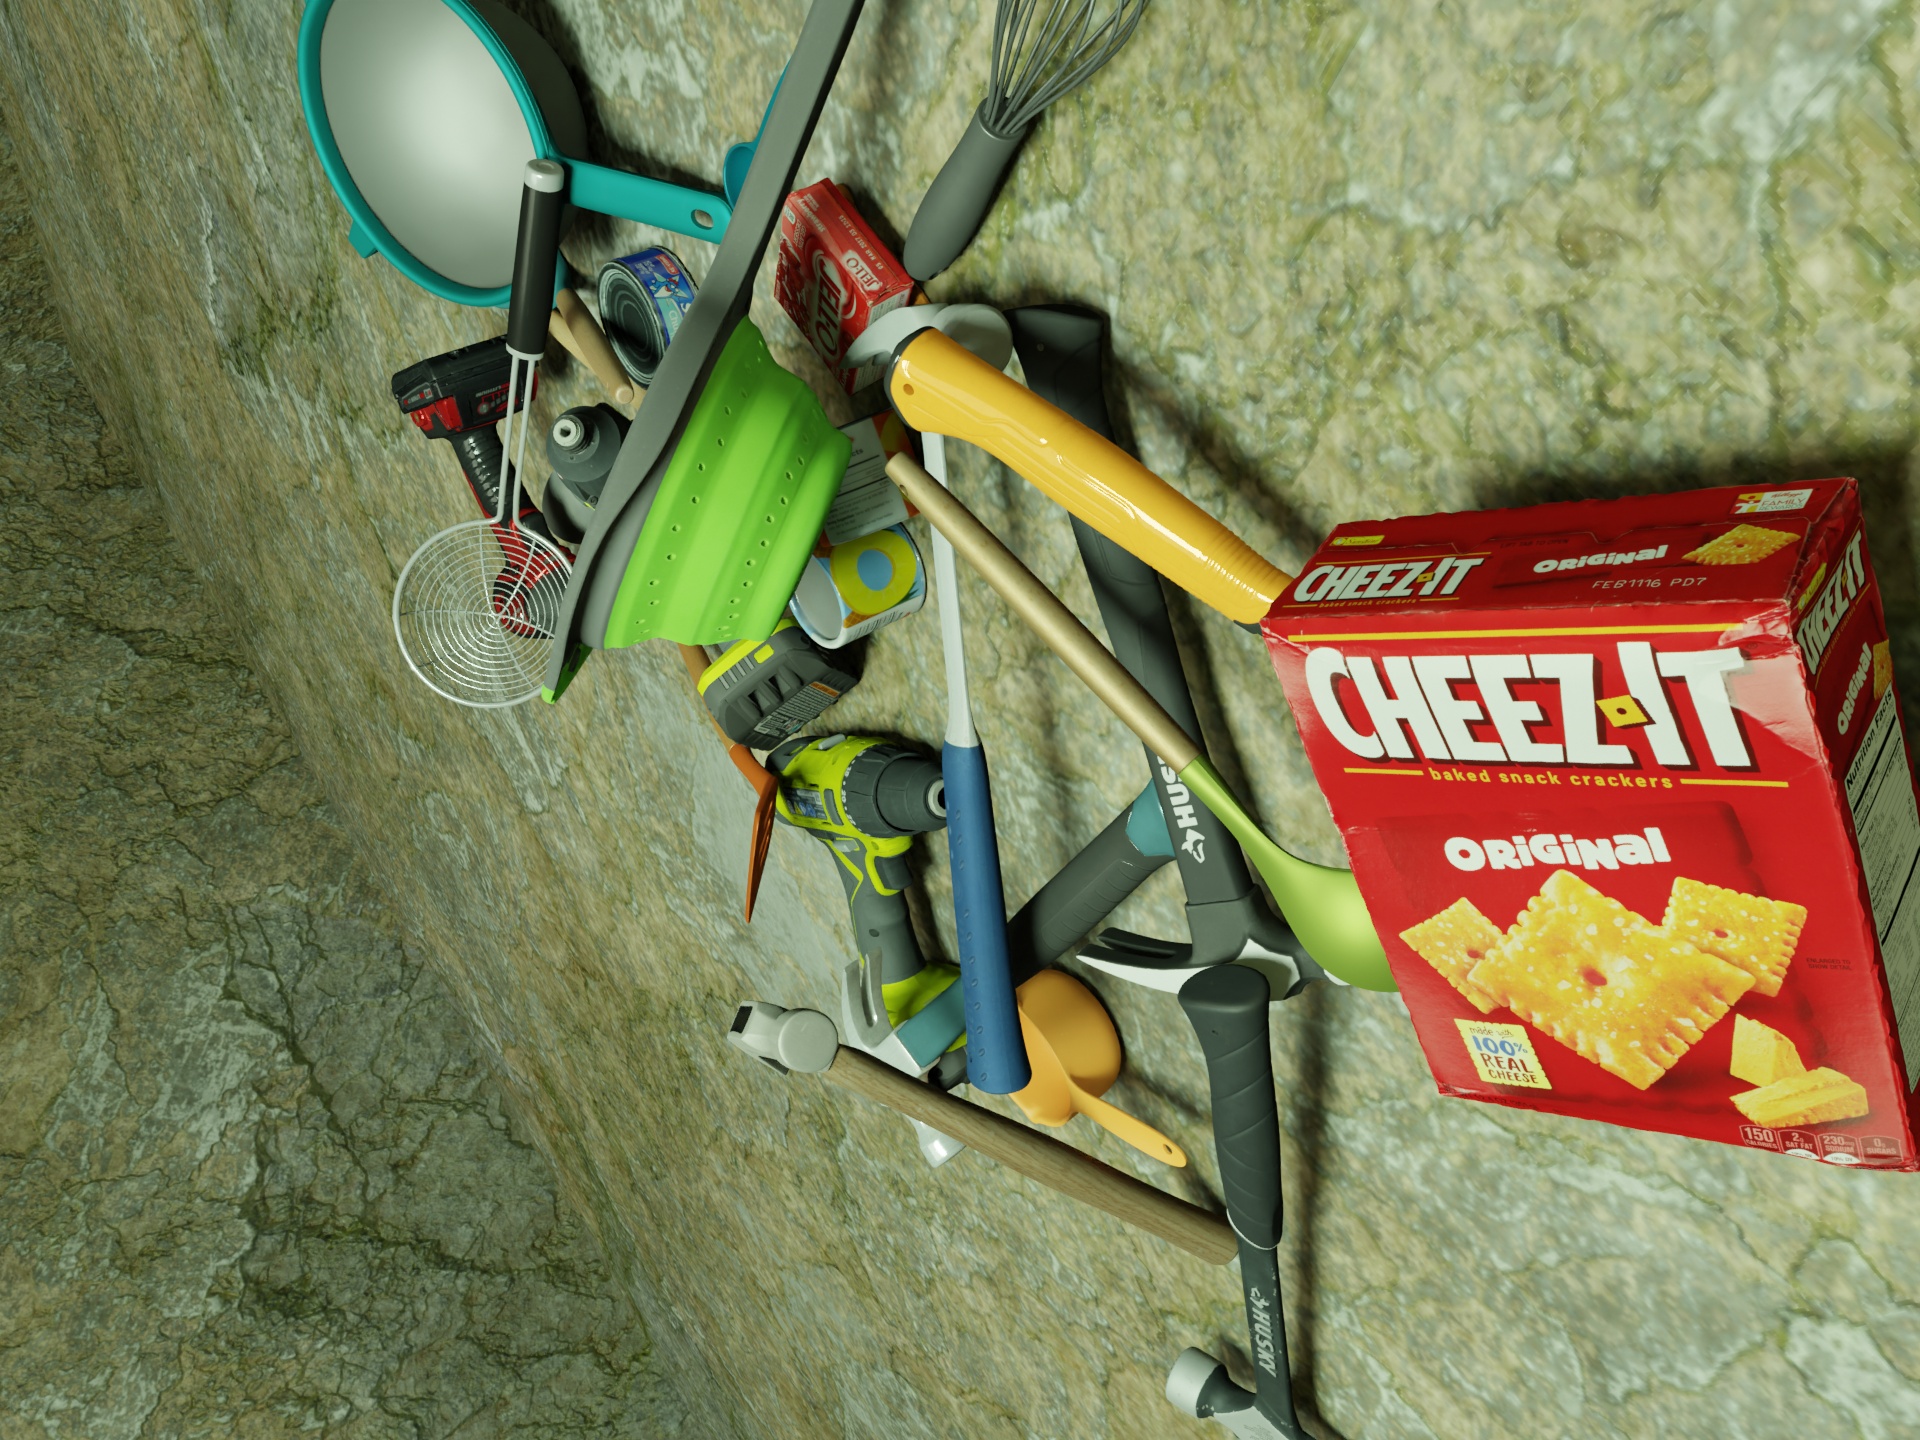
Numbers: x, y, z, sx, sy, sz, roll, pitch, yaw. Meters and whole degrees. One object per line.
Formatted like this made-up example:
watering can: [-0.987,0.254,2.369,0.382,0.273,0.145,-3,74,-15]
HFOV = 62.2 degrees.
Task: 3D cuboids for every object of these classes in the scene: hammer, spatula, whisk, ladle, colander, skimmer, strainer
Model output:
hammer: [-0.001,-0.003,0.801,0.144,0.035,0.405,-149,50,-62]
spatula: [-0.266,-0.269,1.051,0.318,0.044,0.082,-127,39,-51]
hammer: [0.157,0.275,0.821,0.149,0.036,0.408,20,138,36]
hammer: [0.020,0.230,0.877,0.331,0.031,0.130,30,163,-21]
whisk: [0.018,-0.254,0.668,0.055,0.055,0.239,60,155,5]
ladle: [0.088,-0.008,0.675,0.320,0.062,0.078,47,164,11]
colander: [-0.080,-0.172,0.742,0.094,0.205,0.397,23,112,-8]
hammer: [0.107,-0.061,0.618,0.337,0.034,0.127,37,144,15]
spatula: [-0.165,0.008,1.079,0.323,0.041,0.081,-124,37,-50]
skimmer: [-0.287,-0.168,1.008,0.090,0.127,0.363,-88,14,-49]
hammer: [0.031,0.133,0.886,0.128,0.033,0.331,51,133,12]
strainer: [-0.254,-0.357,0.982,0.340,0.095,0.210,21,133,22]
hammer: [0.081,-0.028,0.729,0.146,0.035,0.334,-12,100,36]

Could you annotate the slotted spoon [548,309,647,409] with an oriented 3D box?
slotted spoon: [-0.211,-0.218,1.072,0.314,0.031,0.070,41,162,37]

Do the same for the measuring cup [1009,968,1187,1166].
measuring cup: [0.083,0.206,0.933,0.174,0.052,0.095,23,132,46]

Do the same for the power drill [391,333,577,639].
power drill: [-0.325,-0.163,1.160,0.143,0.078,0.219,6,119,56]

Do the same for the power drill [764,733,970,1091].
power drill: [-0.036,0.118,1.023,0.191,0.080,0.228,3,113,57]

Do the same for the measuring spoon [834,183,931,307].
measuring spoon: [-0.037,-0.225,0.807,0.117,0.011,0.021,56,150,11]

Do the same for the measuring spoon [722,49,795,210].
measuring spoon: [-0.087,-0.309,0.821,0.042,0.021,0.128,57,141,9]

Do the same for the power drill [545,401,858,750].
power drill: [-0.167,-0.094,0.986,0.223,0.080,0.171,52,-177,8]
